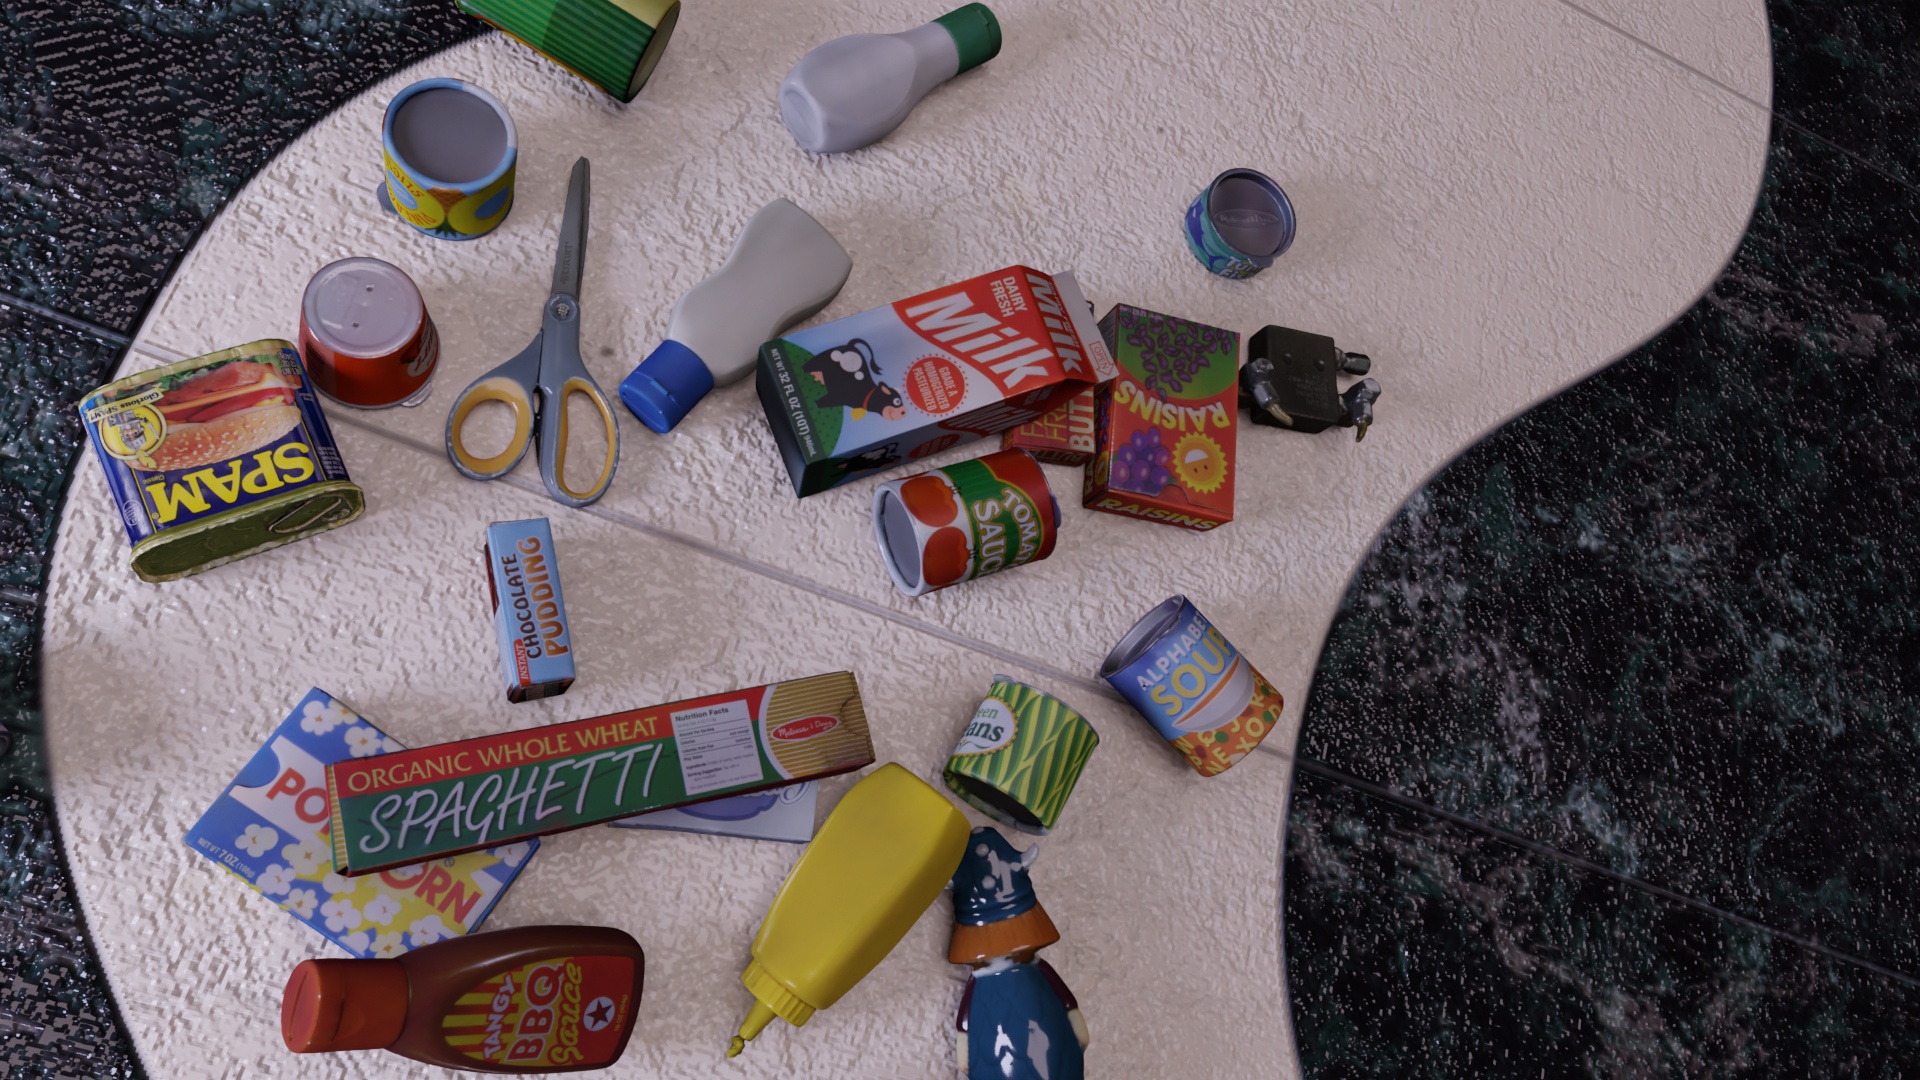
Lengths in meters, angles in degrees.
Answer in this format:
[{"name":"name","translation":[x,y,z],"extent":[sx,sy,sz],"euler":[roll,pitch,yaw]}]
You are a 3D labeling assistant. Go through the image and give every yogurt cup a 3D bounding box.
[{"name":"yogurt cup","translation":[-0.296,-0.106,0.694],"extent":[0.072,0.053,0.072],"euler":[6,72,-18]}]

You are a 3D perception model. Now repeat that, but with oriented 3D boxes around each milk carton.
[{"name":"milk carton","translation":[-0.010,-0.093,0.767],"extent":[0.191,0.073,0.072],"euler":[-20,81,-14]}]

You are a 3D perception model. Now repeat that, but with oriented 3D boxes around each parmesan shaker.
[{"name":"parmesan shaker","translation":[-0.217,-0.296,0.770],"extent":[0.103,0.071,0.071],"euler":[29,67,-11]}]

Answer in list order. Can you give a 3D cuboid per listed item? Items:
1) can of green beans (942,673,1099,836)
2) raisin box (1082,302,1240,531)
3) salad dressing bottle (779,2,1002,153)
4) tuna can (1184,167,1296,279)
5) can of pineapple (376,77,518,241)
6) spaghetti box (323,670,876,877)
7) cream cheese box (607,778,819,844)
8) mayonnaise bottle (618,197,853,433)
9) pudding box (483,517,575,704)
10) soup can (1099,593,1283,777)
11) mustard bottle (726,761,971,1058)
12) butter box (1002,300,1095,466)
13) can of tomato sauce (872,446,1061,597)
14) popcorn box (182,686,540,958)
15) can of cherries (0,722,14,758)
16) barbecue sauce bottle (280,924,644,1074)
[{"name":"can of green beans","translation":[0.032,0.116,0.743],"extent":[0.071,0.071,0.058],"euler":[35,67,-8]},{"name":"raisin box","translation":[0.124,-0.074,0.847],"extent":[0.086,0.040,0.123],"euler":[12,72,-18]},{"name":"salad dressing bottle","translation":[-0.039,-0.286,0.847],"extent":[0.148,0.044,0.064],"euler":[-34,86,-26]},{"name":"tuna can","translation":[0.183,-0.205,0.910],"extent":[0.071,0.032,0.071],"euler":[6,73,-18]},{"name":"can of pineapple","translation":[-0.269,-0.198,0.728],"extent":[0.071,0.057,0.071],"euler":[5,73,-19]},{"name":"spaghetti box","translation":[-0.163,0.107,0.657],"extent":[0.251,0.028,0.050],"euler":[-8,74,-27]},{"name":"cream cheese box","translation":[-0.124,0.123,0.706],"extent":[0.104,0.024,0.053],"euler":[9,73,-18]},{"name":"mayonnaise bottle","translation":[-0.127,-0.122,0.768],"extent":[0.065,0.041,0.149],"euler":[42,66,-7]},{"name":"pudding box","translation":[-0.214,0.034,0.685],"extent":[0.030,0.049,0.084],"euler":[-8,78,-23]},{"name":"soup can","translation":[0.132,0.082,0.786],"extent":[0.084,0.071,0.071],"euler":[45,65,-3]},{"name":"mustard bottle","translation":[-0.063,0.188,0.691],"extent":[0.065,0.048,0.160],"euler":[31,74,34]},{"name":"butter box","translation":[0.053,-0.098,0.835],"extent":[0.053,0.024,0.104],"euler":[7,72,-18]},{"name":"can of tomato sauce","translation":[0.003,-0.010,0.767],"extent":[0.083,0.071,0.071],"euler":[-16,81,-23]},{"name":"popcorn box","translation":[-0.271,0.139,0.640],"extent":[0.126,0.038,0.085],"euler":[37,67,-7]},{"name":"can of cherries","translation":[-0.445,0.079,0.575],"extent":[0.072,0.071,0.058],"euler":[-39,90,-25]},{"name":"barbecue sauce bottle","translation":[-0.214,0.201,0.606],"extent":[0.148,0.043,0.065],"euler":[16,86,-43]}]
